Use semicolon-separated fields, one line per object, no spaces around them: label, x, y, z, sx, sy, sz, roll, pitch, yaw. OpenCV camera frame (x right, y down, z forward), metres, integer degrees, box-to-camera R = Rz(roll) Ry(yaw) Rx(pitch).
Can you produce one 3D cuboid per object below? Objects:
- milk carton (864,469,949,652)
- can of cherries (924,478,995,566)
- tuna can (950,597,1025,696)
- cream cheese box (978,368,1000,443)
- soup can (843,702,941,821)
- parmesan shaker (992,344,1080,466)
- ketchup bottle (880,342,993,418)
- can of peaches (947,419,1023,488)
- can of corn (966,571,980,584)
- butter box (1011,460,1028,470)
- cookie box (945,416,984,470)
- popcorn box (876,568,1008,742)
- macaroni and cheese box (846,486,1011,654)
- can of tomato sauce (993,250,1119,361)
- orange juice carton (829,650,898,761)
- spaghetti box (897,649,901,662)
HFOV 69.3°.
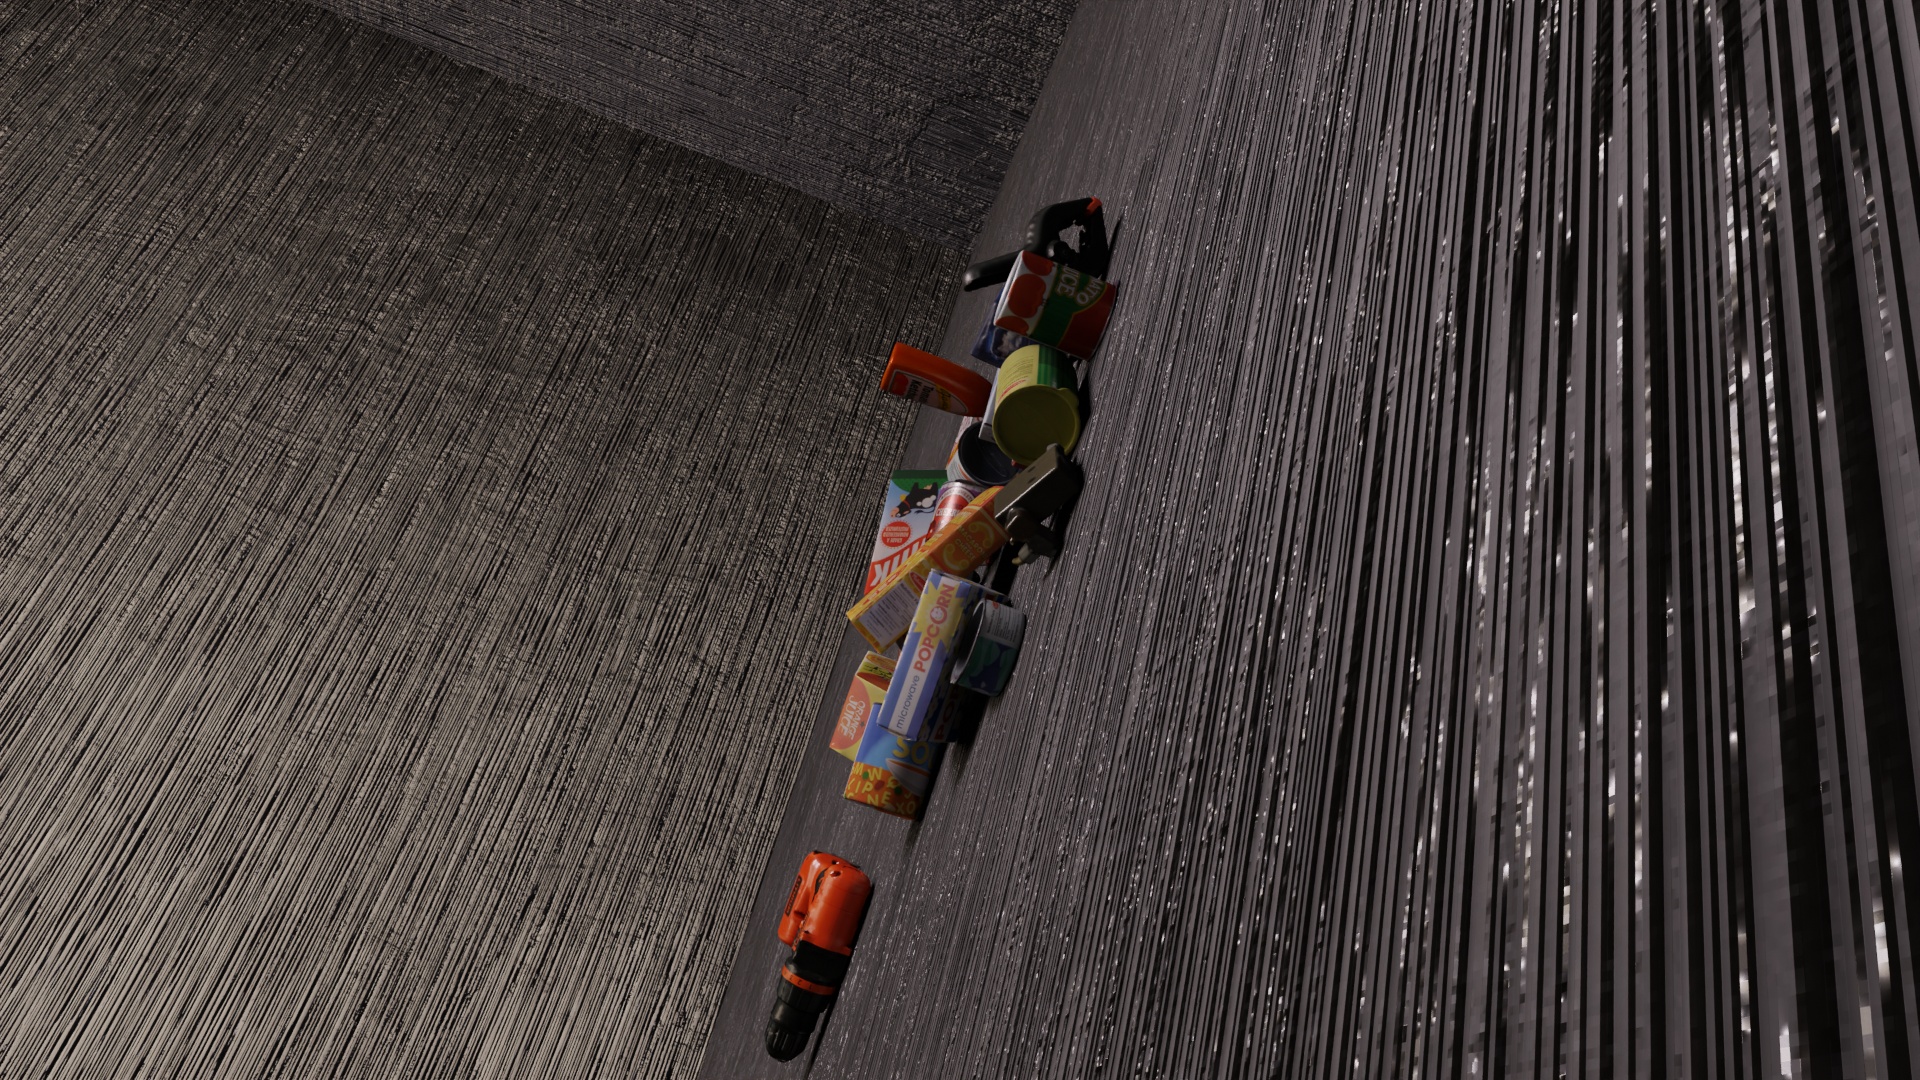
milk carton;-0.043;0.025;1.400;0.072;0.073;0.191;62;-147;-54
can of cherries;0.005;-0.016;1.271;0.071;0.071;0.058;127;161;-71
tuna can;0.019;0.079;1.004;0.071;0.033;0.071;-156;86;-84
cream cheese box;0.054;-0.131;1.280;0.024;0.053;0.104;115;173;-55
soup can;-0.052;0.185;1.161;0.071;0.071;0.084;133;156;-75
parmesan shaker;0.063;-0.109;1.090;0.103;0.071;0.071;-81;12;-64
ketchup bottle;-0.006;-0.159;1.454;0.064;0.149;0.044;120;168;-63
can of peaches;0.026;-0.073;1.298;0.058;0.071;0.071;124;165;-68
can of corn;-0.021;0.054;1.293;0.071;0.071;0.058;126;163;-69
butter box;0.071;-0.114;1.214;0.052;0.024;0.104;116;171;-50
cookie box;0.012;-0.094;1.604;0.123;0.040;0.167;-119;48;-82
popcorn box;-0.013;0.091;1.068;0.085;0.038;0.126;22;-93;-66
macaroni and cheese box;-0.021;0.022;1.167;0.166;0.040;0.123;-42;4;-6
can of tomato sauce;0.078;-0.193;1.130;0.071;0.083;0.071;-157;87;-84
orange juice carton;-0.072;0.161;1.295;0.193;0.073;0.071;-82;13;-86
spaghetti box;-0.043;0.072;1.605;0.251;0.029;0.050;-84;15;-66
